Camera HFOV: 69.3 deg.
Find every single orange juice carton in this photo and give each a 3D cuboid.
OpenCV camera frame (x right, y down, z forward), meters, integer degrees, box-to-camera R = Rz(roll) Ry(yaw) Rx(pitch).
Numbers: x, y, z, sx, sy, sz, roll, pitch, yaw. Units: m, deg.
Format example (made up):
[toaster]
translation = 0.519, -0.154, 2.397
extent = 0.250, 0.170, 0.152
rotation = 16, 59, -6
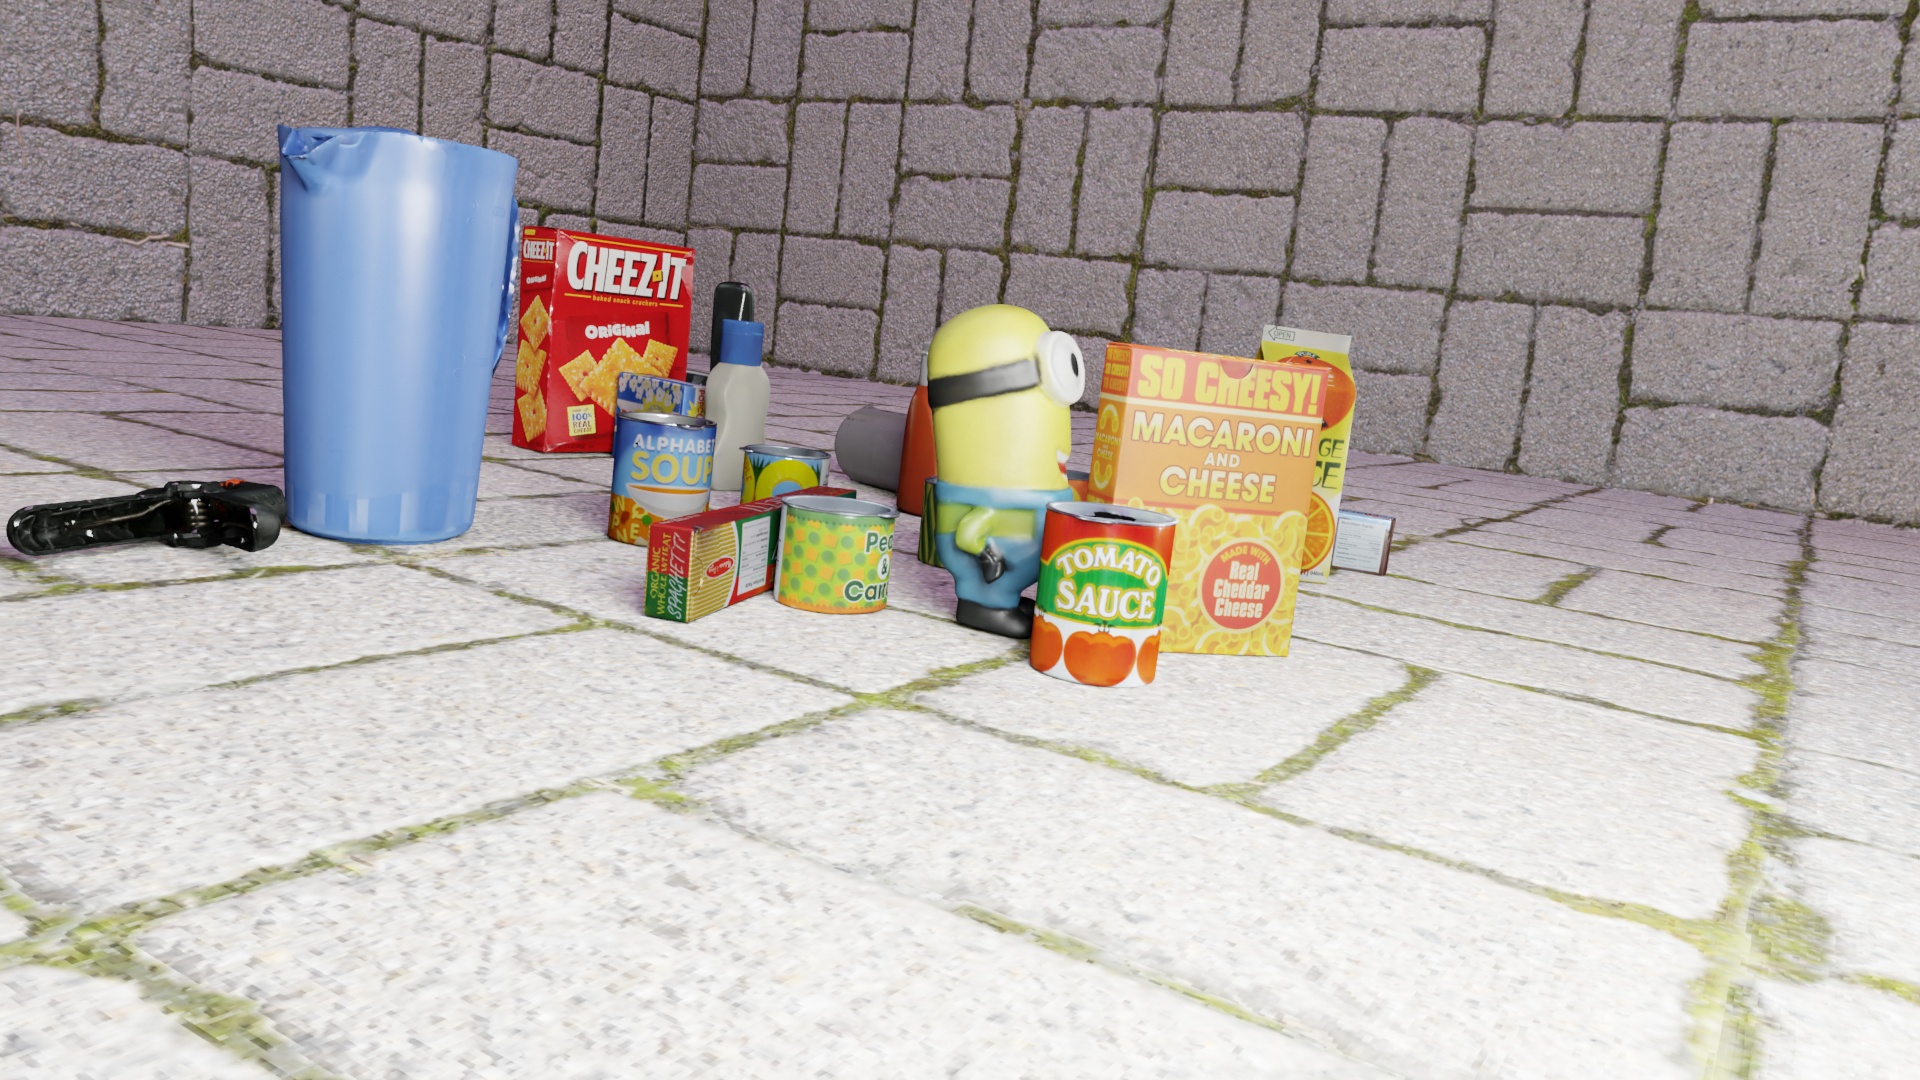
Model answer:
[orange juice carton]
translation = 0.258, -0.069, 1.088
extent = 0.072, 0.192, 0.073
rotation = 6, 8, -2

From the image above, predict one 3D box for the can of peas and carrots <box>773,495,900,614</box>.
[can of peas and carrots]
translation = -0.070, 0.008, 0.794
extent = 0.071, 0.058, 0.071
rotation = 6, 9, -1

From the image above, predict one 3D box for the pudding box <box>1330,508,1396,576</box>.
[pudding box]
translation = 0.319, -0.002, 1.169
extent = 0.084, 0.049, 0.030
rotation = 10, 9, 20

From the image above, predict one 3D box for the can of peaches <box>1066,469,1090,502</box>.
[can of peaches]
translation = 0.081, -0.026, 1.124
extent = 0.071, 0.058, 0.071
rotation = 6, 9, -1

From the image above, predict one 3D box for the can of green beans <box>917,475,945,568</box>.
[can of green beans]
translation = 0.005, -0.012, 0.977
extent = 0.071, 0.057, 0.071
rotation = 6, 9, -1

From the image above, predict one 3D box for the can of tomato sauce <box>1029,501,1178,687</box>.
[can of tomato sauce]
translation = 0.071, 0.026, 0.699
extent = 0.071, 0.083, 0.071
rotation = 6, 8, -1

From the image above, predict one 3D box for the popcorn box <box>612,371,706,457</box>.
[popcorn box]
translation = -0.281, -0.110, 1.312
extent = 0.038, 0.085, 0.127
rotation = -1, 11, -41

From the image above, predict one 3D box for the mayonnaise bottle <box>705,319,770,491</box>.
[mayonnaise bottle]
translation = -0.197, -0.119, 1.221
extent = 0.041, 0.147, 0.065
rotation = 13, 11, 39

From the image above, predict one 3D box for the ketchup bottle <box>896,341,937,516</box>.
[ketchup bottle]
translation = -0.023, -0.096, 1.198
extent = 0.043, 0.148, 0.065
rotation = 1, 10, -33

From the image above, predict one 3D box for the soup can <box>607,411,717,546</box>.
[soup can]
translation = -0.199, -0.041, 0.929
extent = 0.071, 0.083, 0.071
rotation = 6, 8, -1

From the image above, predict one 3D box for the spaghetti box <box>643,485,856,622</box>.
[spaghetti box]
translation = -0.116, 0.002, 0.824
extent = 0.029, 0.050, 0.250
rotation = 9, 9, 14

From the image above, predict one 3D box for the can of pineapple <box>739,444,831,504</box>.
[can of pineapple]
translation = -0.136, -0.041, 1.059
extent = 0.071, 0.057, 0.071
rotation = 6, 9, -1

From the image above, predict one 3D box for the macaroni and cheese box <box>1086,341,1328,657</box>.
[macaroni and cheese box]
translation = 0.134, -0.021, 0.777
extent = 0.124, 0.166, 0.040
rotation = 4, 9, -19
